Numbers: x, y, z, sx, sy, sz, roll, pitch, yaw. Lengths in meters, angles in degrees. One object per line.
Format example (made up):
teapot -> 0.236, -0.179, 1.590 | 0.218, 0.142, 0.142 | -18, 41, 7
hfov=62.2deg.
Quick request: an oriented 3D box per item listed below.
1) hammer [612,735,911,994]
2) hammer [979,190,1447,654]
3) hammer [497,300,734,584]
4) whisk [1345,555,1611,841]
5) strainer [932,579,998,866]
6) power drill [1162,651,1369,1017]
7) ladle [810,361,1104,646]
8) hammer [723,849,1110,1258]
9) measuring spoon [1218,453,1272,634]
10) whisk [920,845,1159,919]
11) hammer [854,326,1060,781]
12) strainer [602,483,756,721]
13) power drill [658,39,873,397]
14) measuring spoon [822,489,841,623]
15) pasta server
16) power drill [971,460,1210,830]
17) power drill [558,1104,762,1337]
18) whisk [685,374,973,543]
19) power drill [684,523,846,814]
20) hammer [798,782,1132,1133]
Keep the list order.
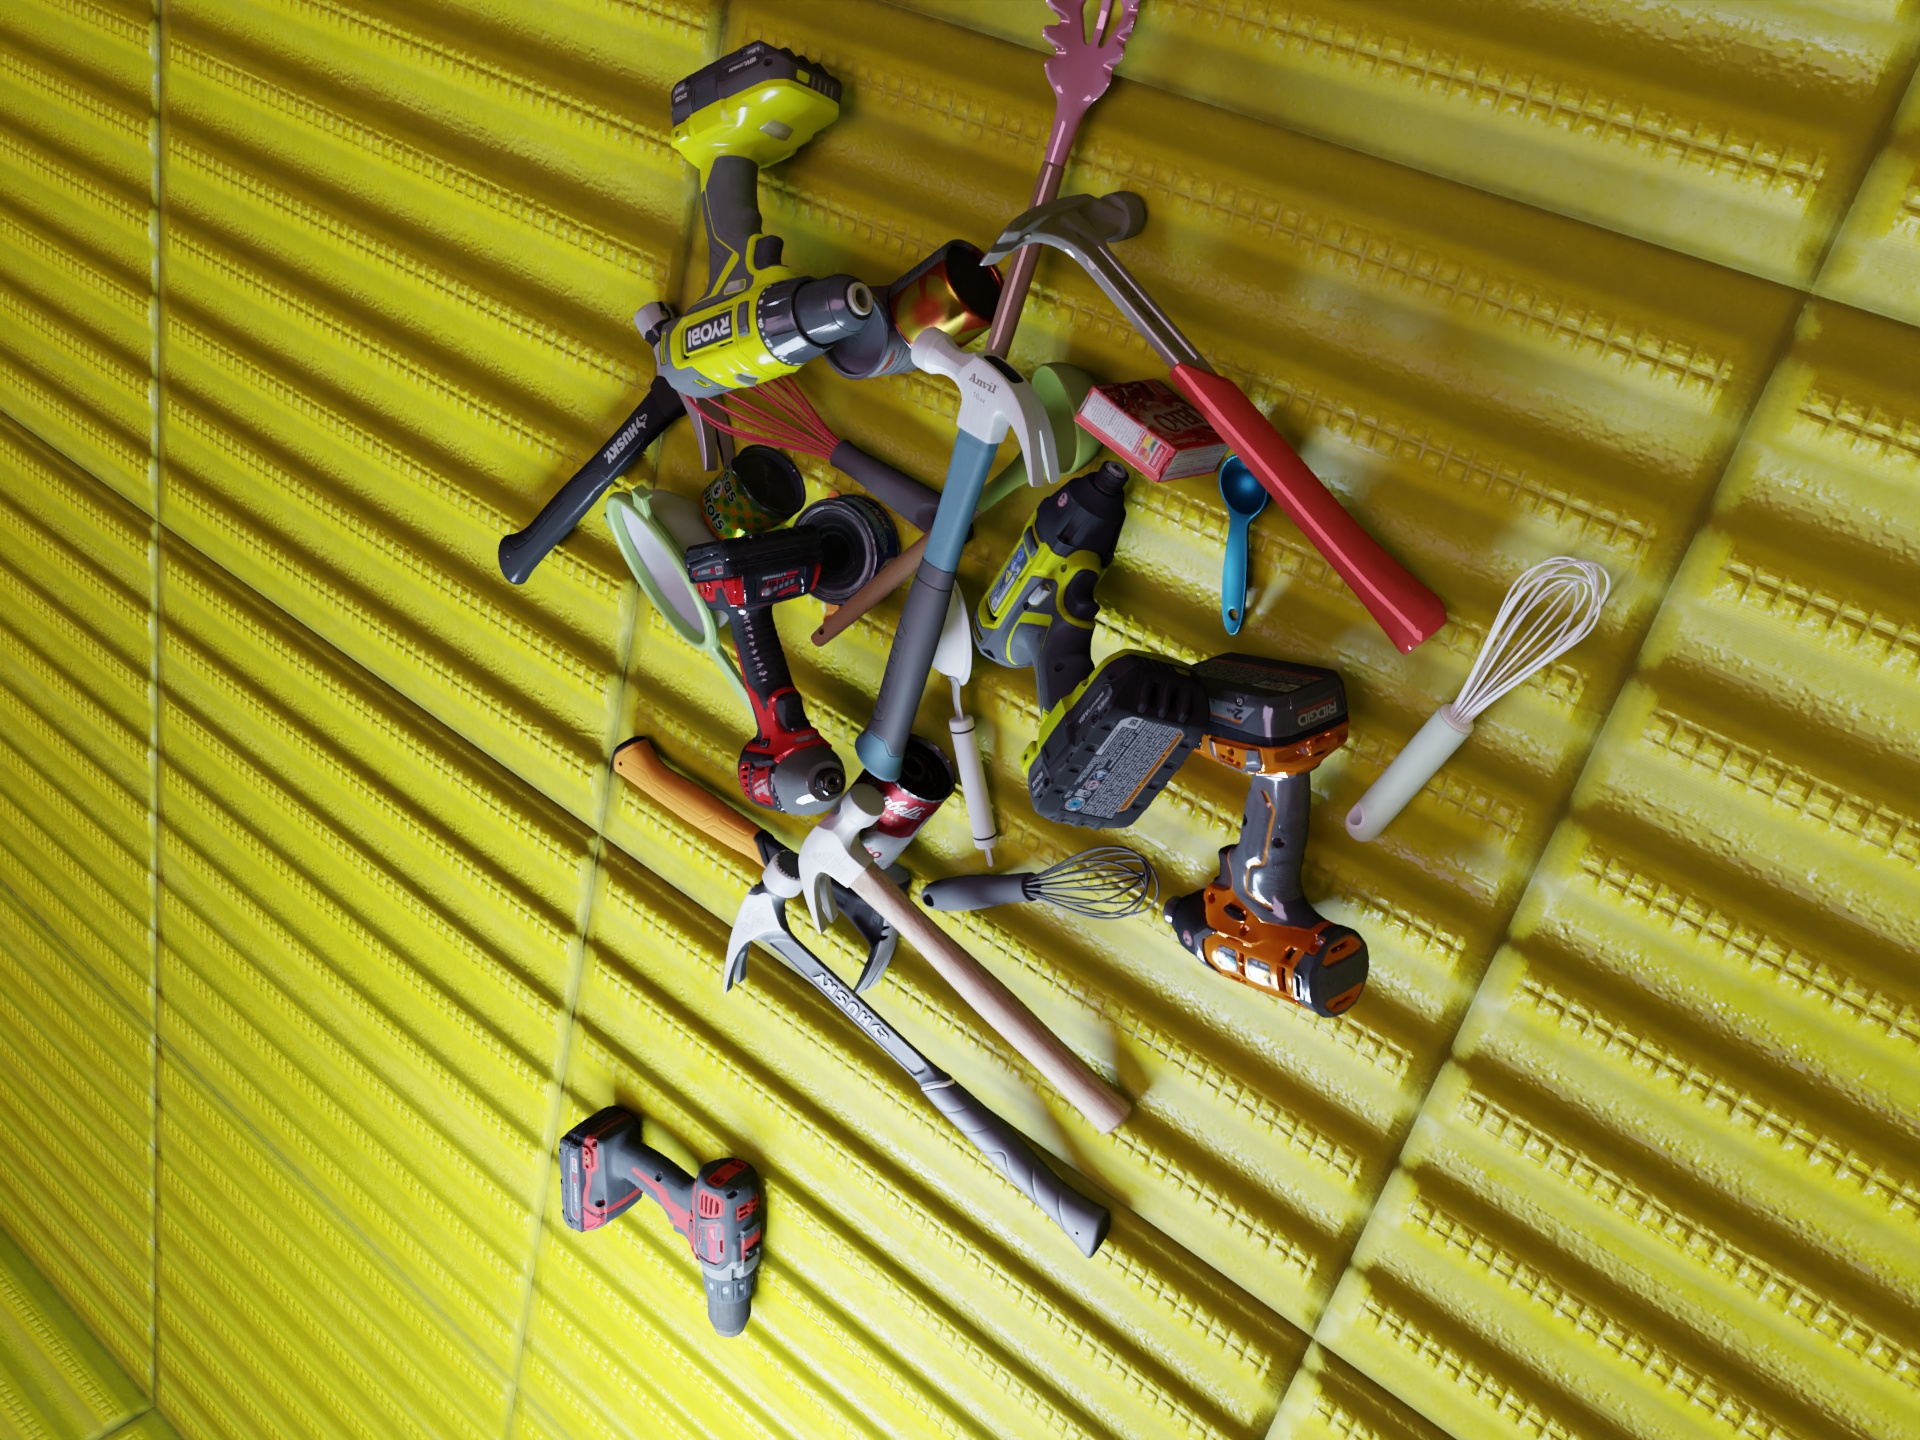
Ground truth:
hammer -> -0.188, 0.111, 1.413 | 0.337, 0.034, 0.127 | 30, 119, 27
hammer -> 0.168, -0.185, 0.992 | 0.359, 0.149, 0.036 | 51, 135, 6
hammer -> -0.319, -0.213, 1.411 | 0.334, 0.035, 0.146 | -34, 82, 39
whisk -> 0.313, -0.007, 0.986 | 0.246, 0.059, 0.058 | -59, 31, 38
strainer -> -0.002, -0.004, 1.222 | 0.087, 0.050, 0.258 | -144, 40, -67
power drill -> 0.191, 0.074, 1.074 | 0.164, 0.084, 0.226 | 15, 118, 52
ladle -> -0.013, -0.145, 1.159 | 0.320, 0.062, 0.078 | -37, 64, 32
hammer -> -0.037, 0.291, 1.319 | 0.409, 0.036, 0.149 | 42, 122, 11
measuring spoon -> 0.191, -0.118, 1.063 | 0.042, 0.021, 0.128 | 30, 131, 43
whisk -> 0.055, 0.131, 1.226 | 0.239, 0.055, 0.055 | -11, 98, 44
hammer -> -0.019, -0.101, 1.137 | 0.128, 0.033, 0.330 | 34, 123, 26
strainer -> -0.199, -0.095, 1.336 | 0.256, 0.069, 0.151 | 57, 161, -11
power drill -> -0.140, -0.360, 1.153 | 0.190, 0.080, 0.228 | -6, 82, 41
measuring spoon -> -0.101, -0.128, 1.287 | 0.021, 0.011, 0.117 | 9, 106, 27
pasta server -> 0.052, -0.344, 1.060 | 0.060, 0.040, 0.316 | 23, 110, 13
power drill -> 0.083, -0.054, 1.066 | 0.171, 0.080, 0.223 | -57, 33, 36
power drill -> -0.292, 0.500, 1.590 | 0.227, 0.080, 0.187 | 14, 113, 31
whisk -> -0.109, -0.217, 1.237 | 0.296, 0.073, 0.073 | 34, 123, 17
power drill -> -0.140, -0.034, 1.222 | 0.143, 0.078, 0.219 | 5, 107, 63
hammer -> 0.003, 0.201, 1.248 | 0.331, 0.031, 0.130 | 44, 128, 2
